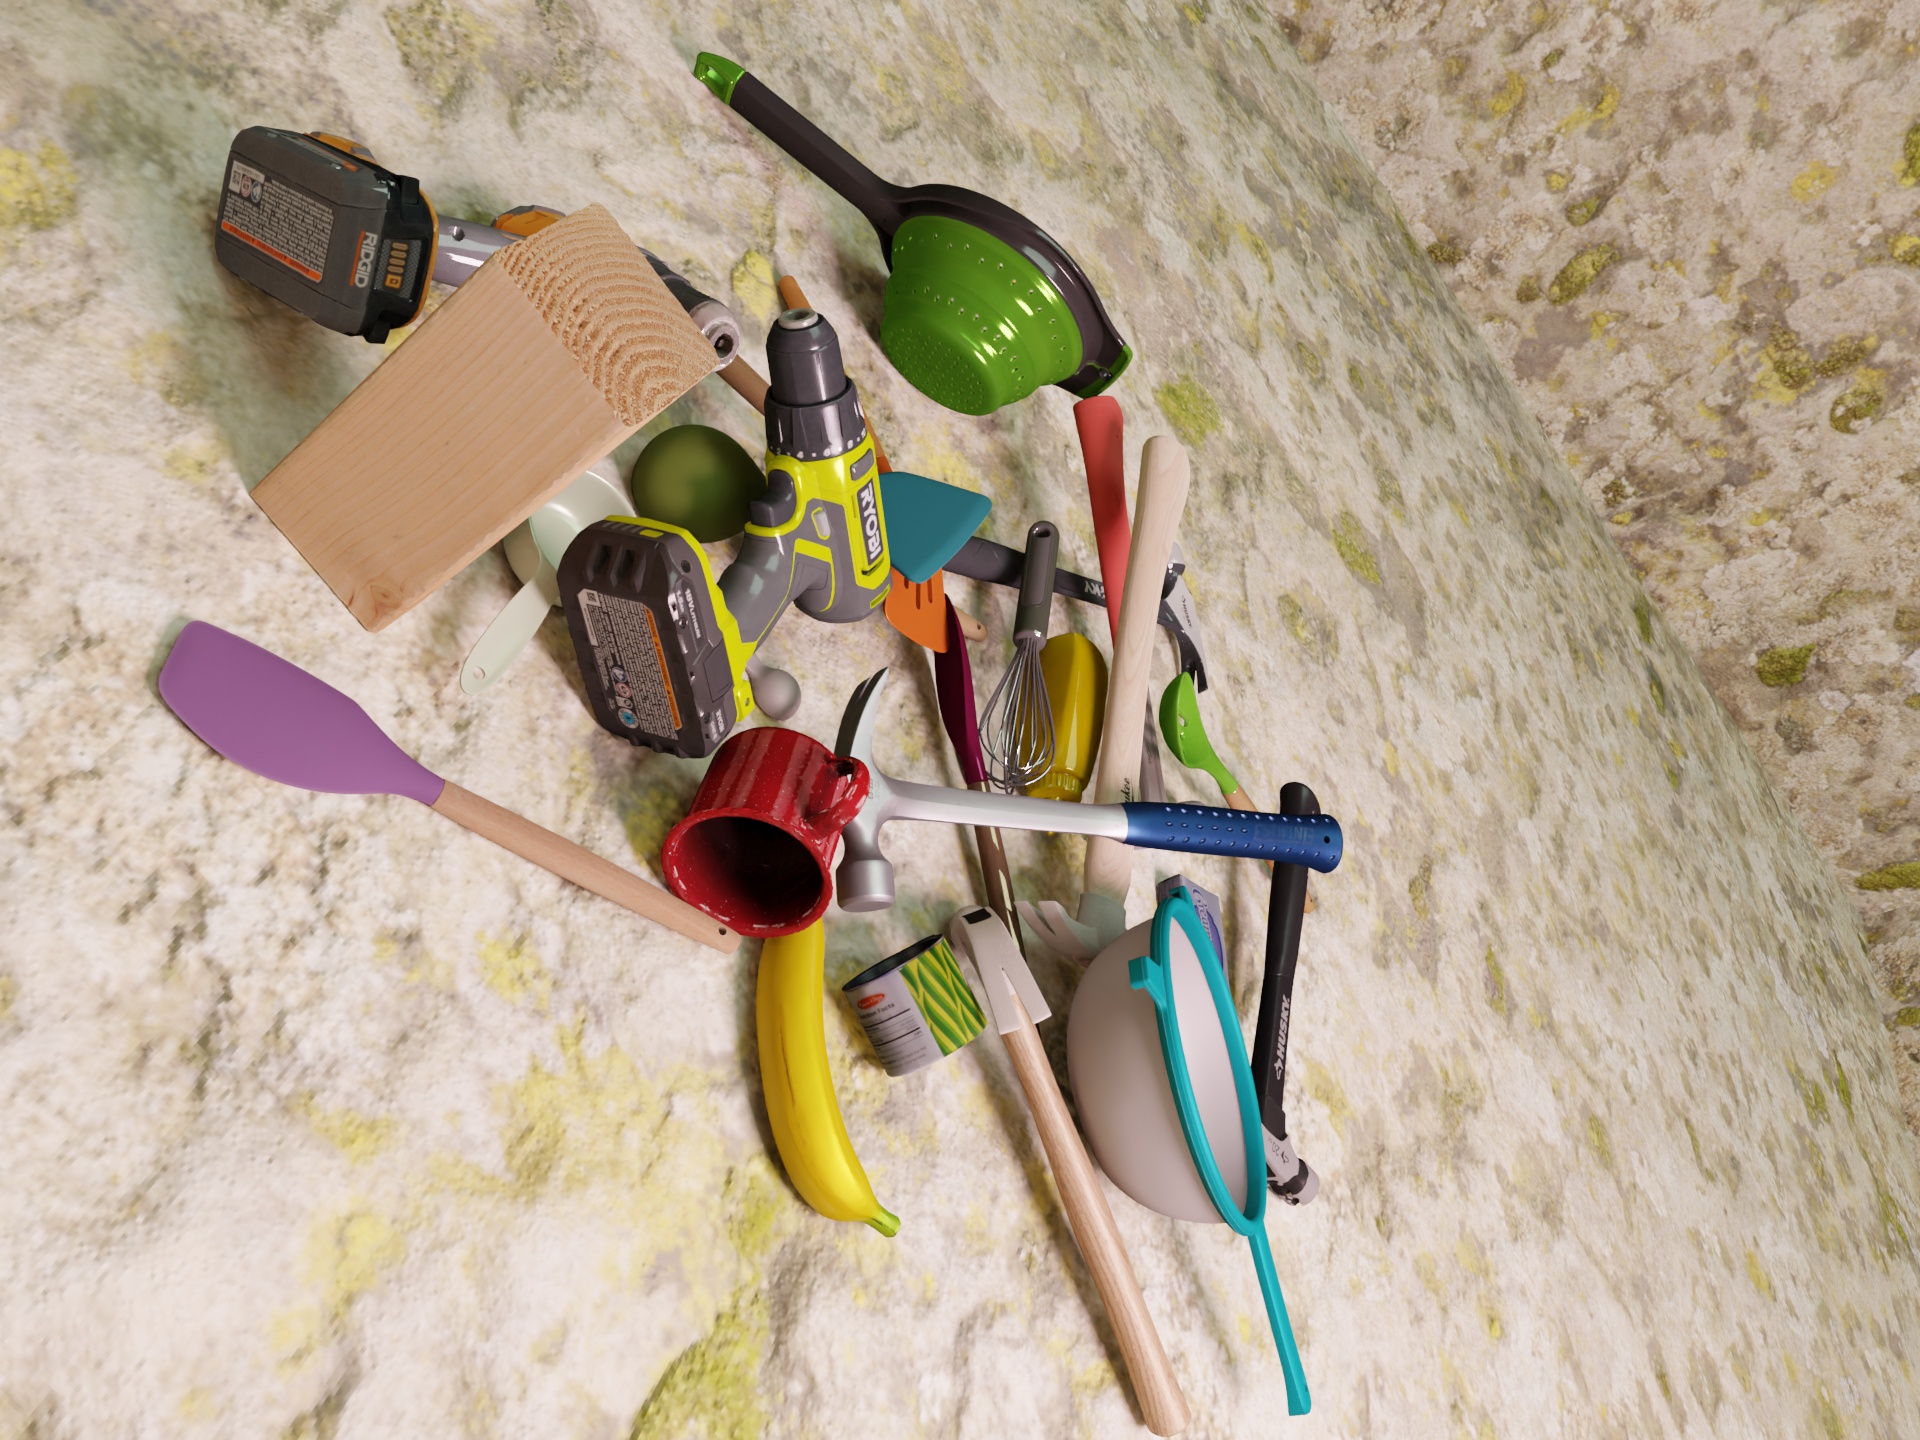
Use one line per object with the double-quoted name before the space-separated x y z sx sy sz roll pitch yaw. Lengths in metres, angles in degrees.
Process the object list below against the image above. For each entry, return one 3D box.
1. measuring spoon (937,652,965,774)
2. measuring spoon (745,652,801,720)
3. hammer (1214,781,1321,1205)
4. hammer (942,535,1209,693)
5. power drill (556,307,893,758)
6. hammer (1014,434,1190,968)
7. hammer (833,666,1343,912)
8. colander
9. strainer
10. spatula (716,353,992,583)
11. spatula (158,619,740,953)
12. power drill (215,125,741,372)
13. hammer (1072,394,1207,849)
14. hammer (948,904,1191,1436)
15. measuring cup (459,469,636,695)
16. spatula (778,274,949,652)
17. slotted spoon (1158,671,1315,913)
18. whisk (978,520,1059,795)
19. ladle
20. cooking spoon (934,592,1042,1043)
"measuring spoon" -0.002 -0.004 1.118 0.021 0.011 0.117 13 60 -51
"measuring spoon" -0.135 -0.055 0.971 0.124 0.018 0.034 55 35 -7
"hammer" 0.244 0.186 1.226 0.146 0.035 0.335 47 43 -34
"hammer" 0.074 -0.107 1.267 0.408 0.036 0.149 9 60 -49
"power drill" -0.119 -0.105 0.890 0.229 0.080 0.190 -51 145 -43
"hammer" 0.117 -0.028 1.139 0.146 0.038 0.411 36 57 -48
"hammer" 0.095 0.059 1.029 0.405 0.035 0.144 8 68 -34
"colander" -0.059 -0.351 1.212 0.397 0.204 0.094 37 74 -8
"strainer" 0.138 0.286 1.014 0.211 0.095 0.340 -27 102 -73
"spatula" -0.122 -0.213 1.025 0.317 0.044 0.082 42 67 -4
"spatula" -0.233 0.048 0.772 0.315 0.018 0.060 33 45 -33
"power drill" -0.242 -0.235 0.839 0.185 0.084 0.226 31 21 31
"hammer" 0.125 -0.079 1.245 0.149 0.037 0.359 1 79 -53
"hammer" 0.068 0.270 0.954 0.130 0.031 0.331 161 -92 -84
"measuring cup" -0.229 -0.068 0.846 0.083 0.038 0.168 47 44 -24
"spatula" -0.074 -0.191 1.103 0.081 0.041 0.323 26 34 -56
"slotted spoon" 0.227 0.071 1.291 0.313 0.031 0.070 51 41 -39
"whisk" 0.048 -0.051 1.147 0.059 0.058 0.247 79 17 -53
"ladle" -0.087 -0.108 1.062 0.319 0.062 0.078 27 52 -49
"cooking spoon" 0.017 0.067 1.059 0.017 0.068 0.319 -6 74 -18
